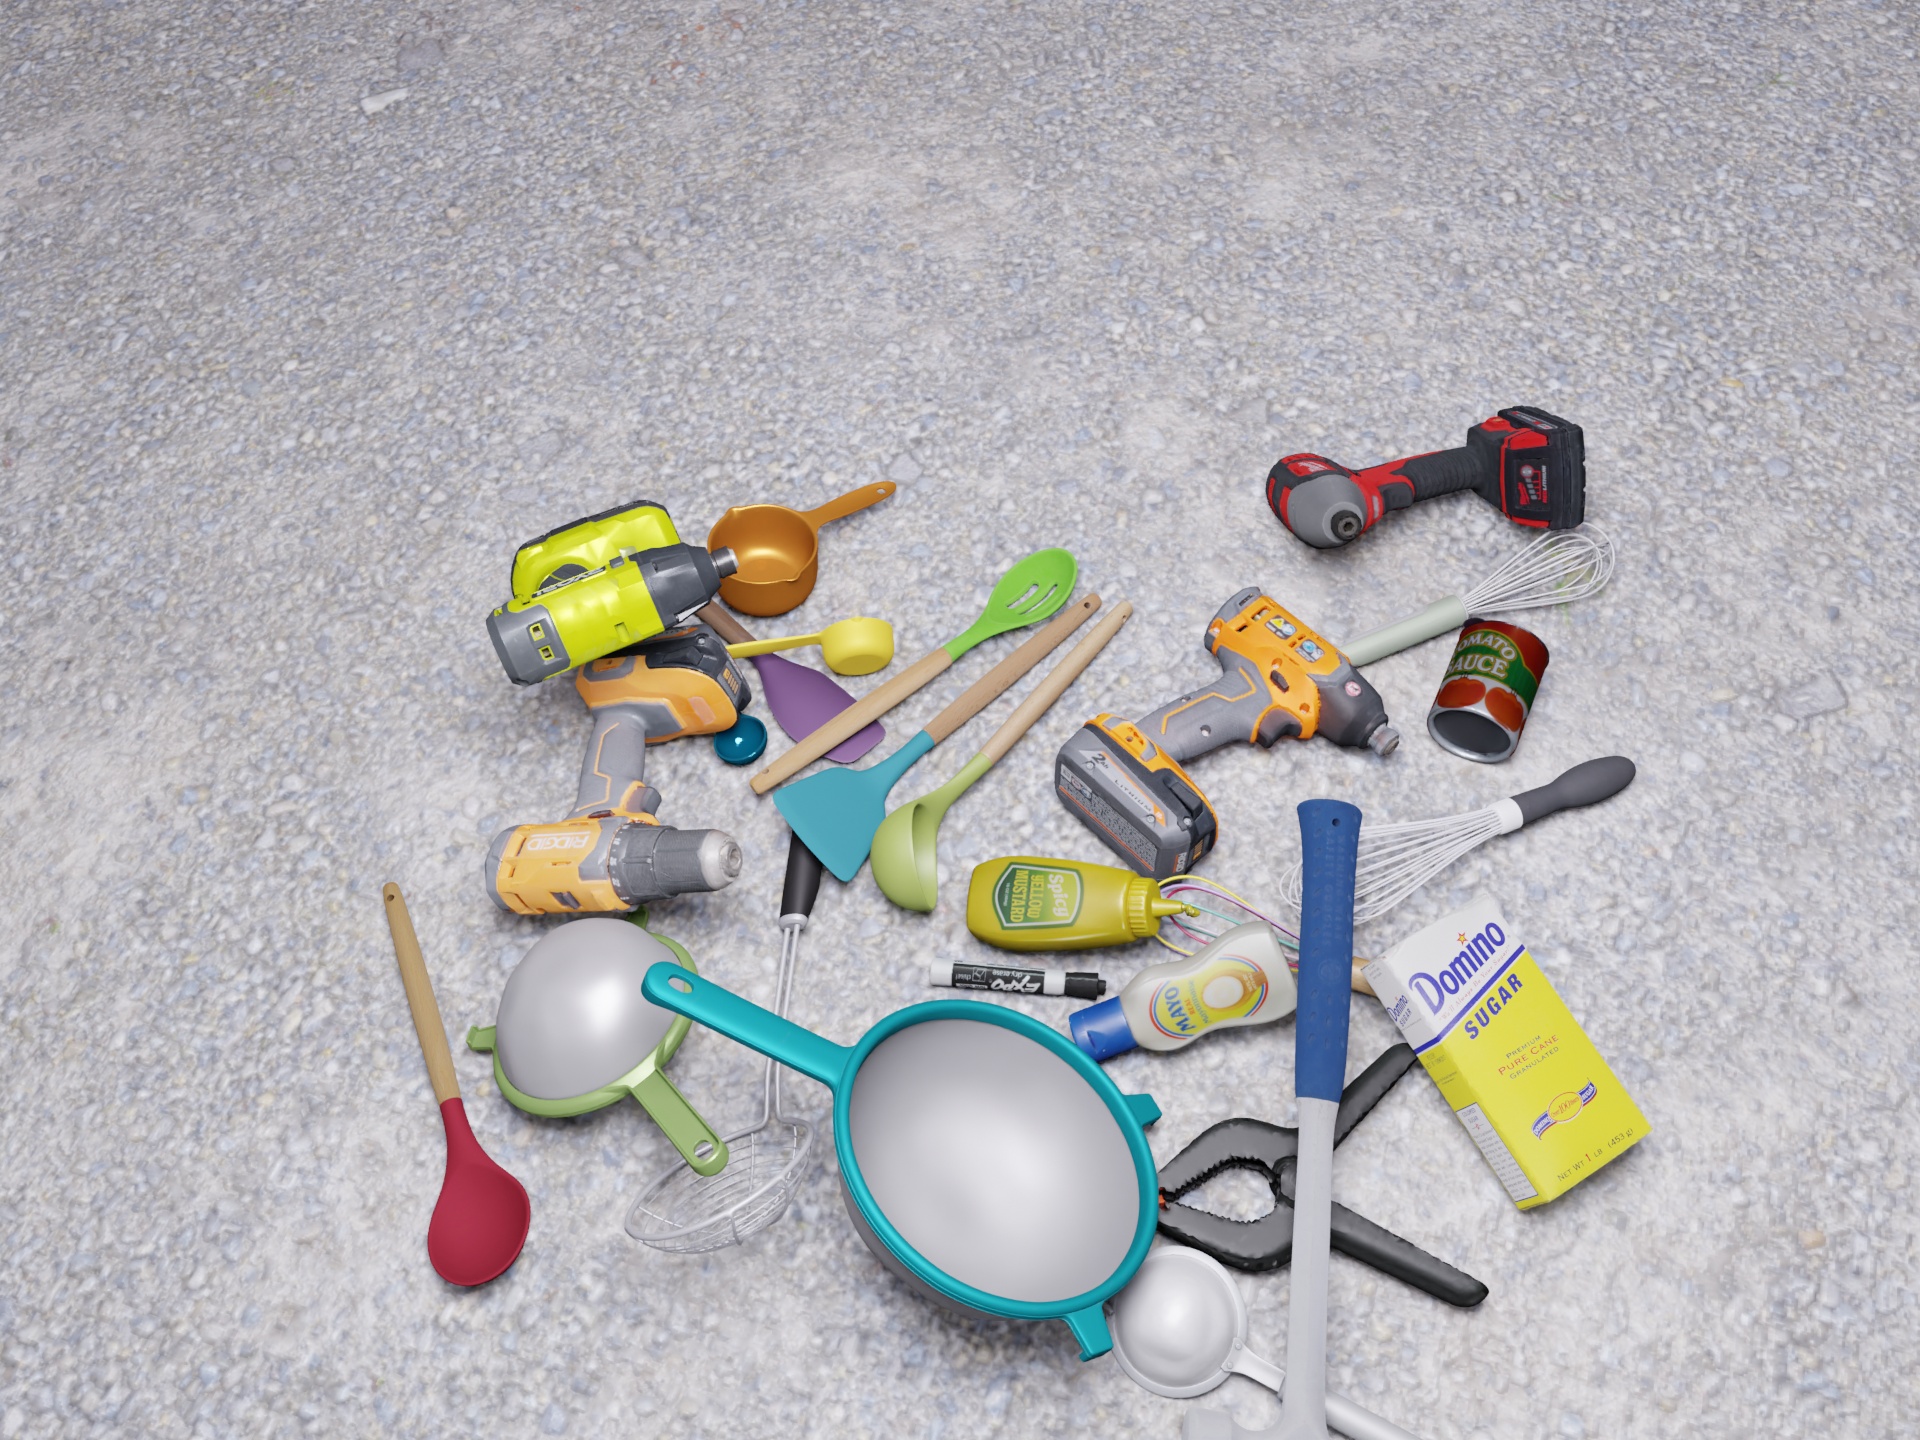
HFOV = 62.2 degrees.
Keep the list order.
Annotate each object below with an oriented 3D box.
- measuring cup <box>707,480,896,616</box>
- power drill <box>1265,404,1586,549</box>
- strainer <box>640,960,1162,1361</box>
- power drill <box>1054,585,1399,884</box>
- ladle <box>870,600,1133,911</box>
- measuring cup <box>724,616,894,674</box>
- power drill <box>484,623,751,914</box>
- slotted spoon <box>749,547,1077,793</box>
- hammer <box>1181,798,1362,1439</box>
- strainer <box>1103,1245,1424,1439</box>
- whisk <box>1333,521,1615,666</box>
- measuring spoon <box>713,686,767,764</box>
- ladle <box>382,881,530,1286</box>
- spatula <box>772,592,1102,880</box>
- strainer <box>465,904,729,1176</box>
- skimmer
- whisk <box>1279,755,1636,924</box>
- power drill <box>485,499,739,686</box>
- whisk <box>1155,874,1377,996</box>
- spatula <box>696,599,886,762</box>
[{"bbox_3d":[-0.124,-0.144,1.293,0.173,0.052,0.095,-29,59,-25],"label":"measuring cup"},{"bbox_3d":[0.358,-0.180,1.229,0.219,0.078,0.143,-9,21,0],"label":"power drill"},{"bbox_3d":[-0.049,0.253,0.969,0.340,0.095,0.211,27,38,-1],"label":"strainer"},{"bbox_3d":[0.197,0.015,1.149,0.226,0.084,0.164,-37,63,-22],"label":"power drill"},{"bbox_3d":[0.043,0.016,1.175,0.062,0.078,0.320,22,55,35],"label":"ladle"},{"bbox_3d":[-0.127,-0.048,1.219,0.156,0.062,0.029,-9,69,-8],"label":"measuring cup"},{"bbox_3d":[-0.218,0.037,1.131,0.185,0.084,0.226,-4,48,22],"label":"power drill"},{"bbox_3d":[-0.032,-0.037,1.220,0.314,0.031,0.070,-36,42,-18],"label":"slotted spoon"},{"bbox_3d":[0.222,0.243,0.964,0.144,0.035,0.406,8,67,2],"label":"hammer"},{"bbox_3d":[0.188,0.389,0.940,0.258,0.050,0.087,24,79,15],"label":"strainer"},{"bbox_3d":[0.389,-0.089,1.218,0.246,0.058,0.059,-22,89,-4],"label":"whisk"},{"bbox_3d":[-0.181,-0.010,1.235,0.042,0.021,0.129,-26,51,-5],"label":"measuring spoon"},{"bbox_3d":[-0.356,0.239,1.085,0.069,0.031,0.316,-23,57,-8],"label":"ladle"},{"bbox_3d":[-0.002,-0.004,1.197,0.317,0.044,0.082,-40,87,-21],"label":"spatula"},{"bbox_3d":[-0.225,0.201,1.018,0.151,0.069,0.257,-38,39,-18],"label":"strainer"},{"bbox_3d":[-0.139,0.178,1.066,0.127,0.090,0.364,-19,49,31],"label":"skimmer"},{"bbox_3d":[0.353,0.078,1.112,0.284,0.070,0.070,-19,59,-12],"label":"whisk"},{"bbox_3d":[-0.254,-0.099,1.164,0.171,0.080,0.223,-23,19,-8],"label":"power drill"},{"bbox_3d":[0.243,0.159,1.077,0.245,0.051,0.047,18,55,11],"label":"whisk"},{"bbox_3d":[-0.182,-0.069,1.266,0.060,0.018,0.316,-37,63,-25],"label":"spatula"}]
